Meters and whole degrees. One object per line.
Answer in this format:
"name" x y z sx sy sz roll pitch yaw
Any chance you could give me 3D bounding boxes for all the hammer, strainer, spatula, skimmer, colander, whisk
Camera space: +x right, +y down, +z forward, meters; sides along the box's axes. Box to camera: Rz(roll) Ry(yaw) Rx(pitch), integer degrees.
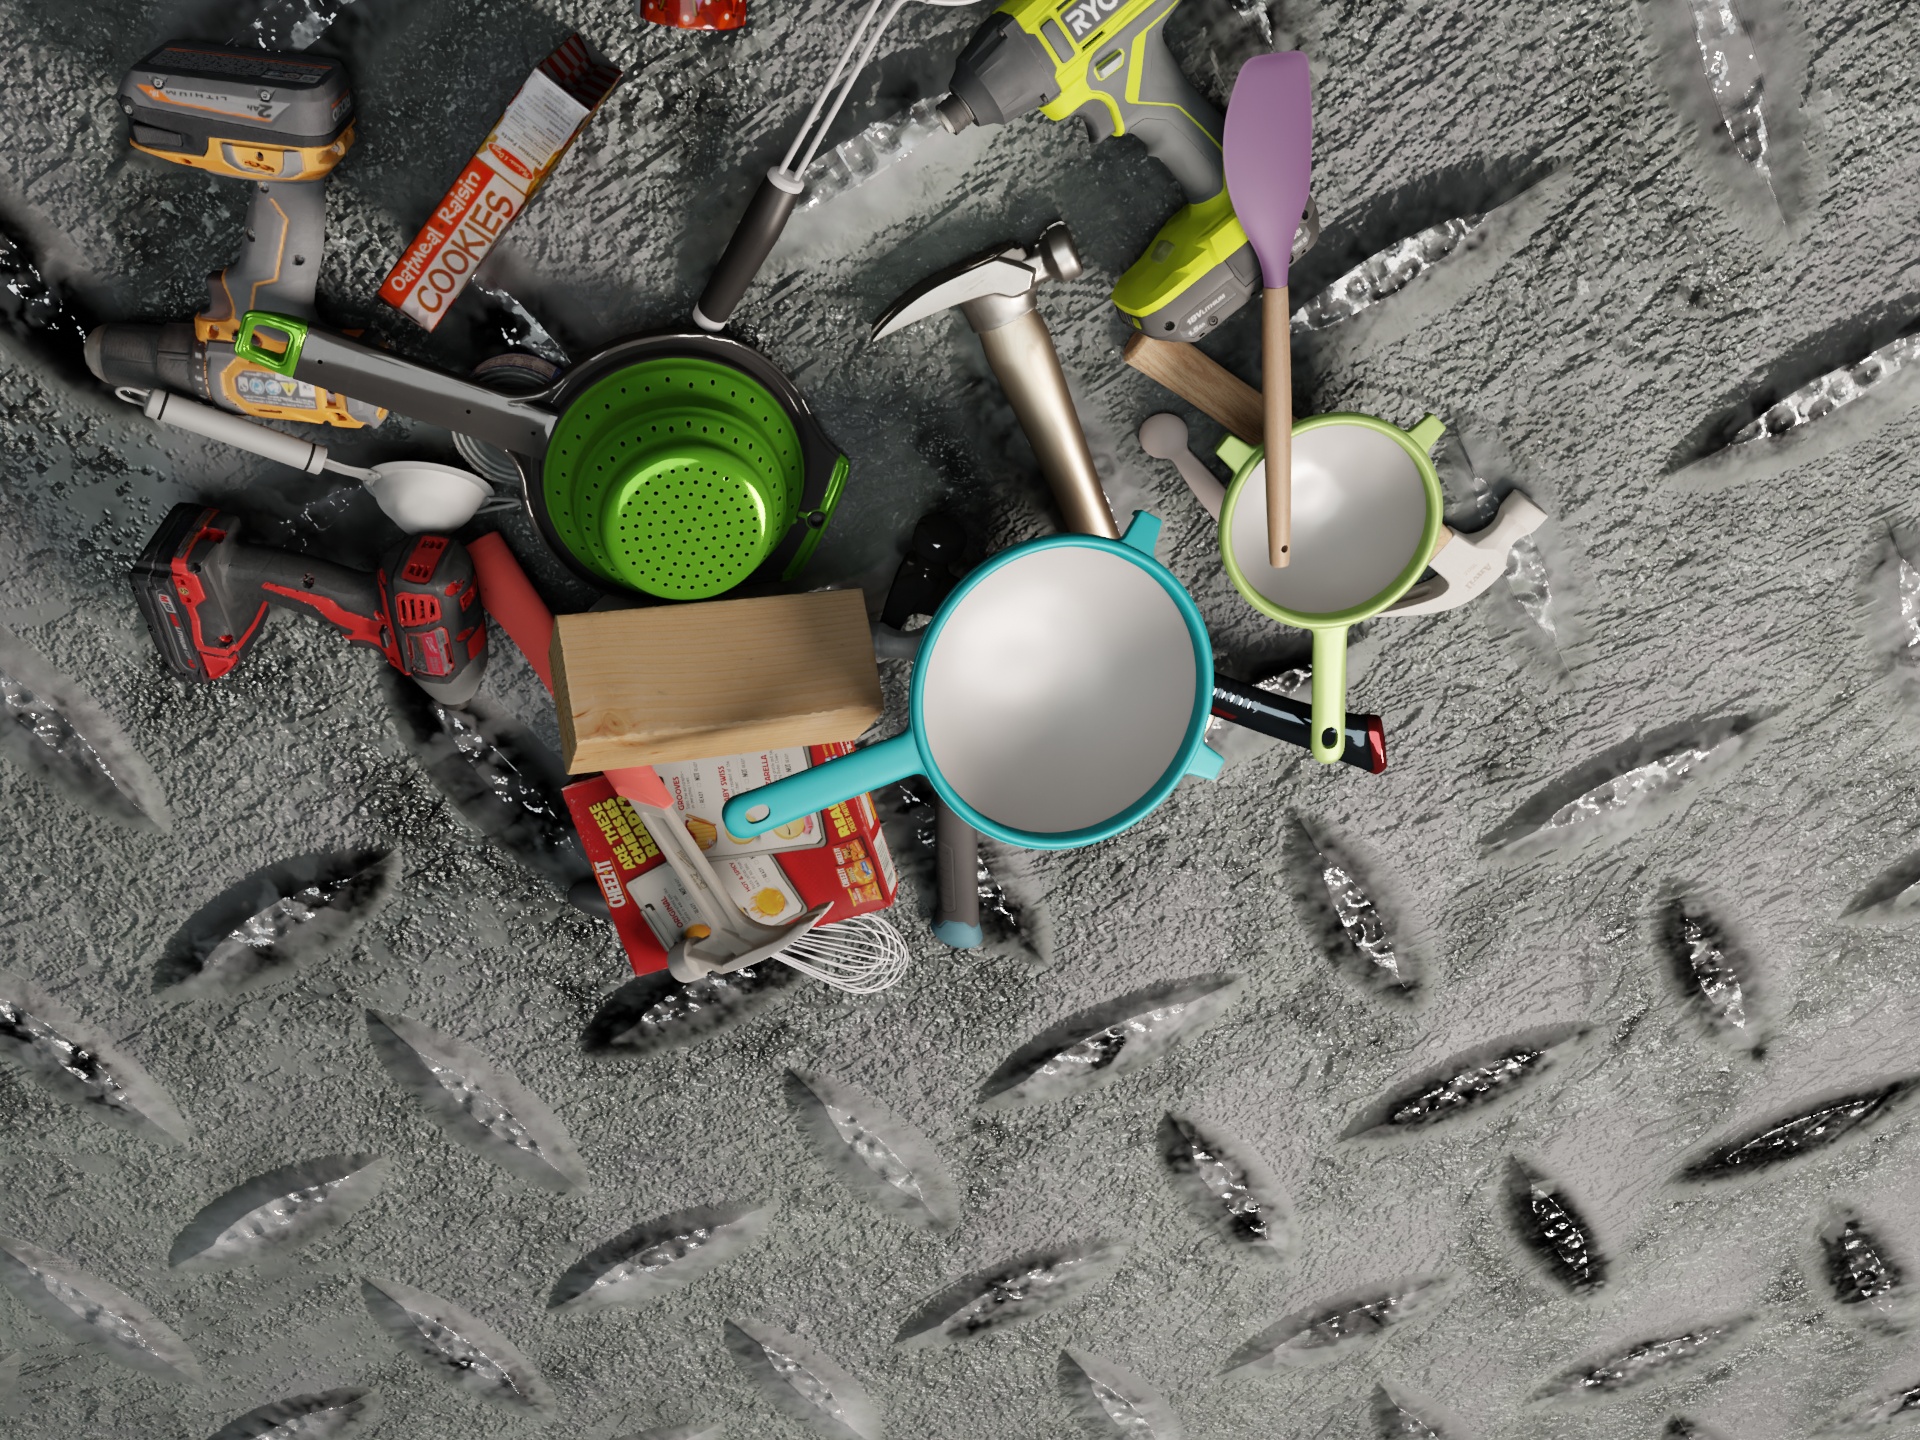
"hammer" 0.253 -0.179 1.123 0.331 0.031 0.130 29 116 -19
"strainer" 0.250 -0.096 1.107 0.151 0.069 0.256 -7 116 -1
"hammer" -0.239 0.022 1.138 0.149 0.037 0.359 -26 100 32
"spatula" 0.193 -0.242 0.983 0.059 0.018 0.315 -15 118 -15
"hammer" 0.129 -0.027 1.169 0.386 0.038 0.143 20 131 -7
"strainer" -0.002 -0.003 1.063 0.340 0.095 0.211 -21 108 -10
"hammer" 0.083 -0.140 1.136 0.146 0.038 0.410 -21 121 12
"hammer" -0.006 0.060 1.227 0.128 0.033 0.330 6 133 8
"strainer" -0.418 -0.167 1.049 0.258 0.050 0.087 19 155 -31
"skimmer" -0.075 -0.386 0.950 0.127 0.090 0.363 21 136 -23
"colander" -0.256 -0.167 1.019 0.396 0.095 0.204 16 117 -26
"whisk" -0.182 0.169 1.310 0.284 0.070 0.070 12 121 -5

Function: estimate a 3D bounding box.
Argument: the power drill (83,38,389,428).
"power drill" -0.458 -0.293 0.986 0.185 0.084 0.226 5 127 -6

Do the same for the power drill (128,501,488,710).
"power drill" -0.437 -0.071 1.098 0.219 0.079 0.143 8 138 1

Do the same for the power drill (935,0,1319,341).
"power drill" 0.103 -0.348 0.965 0.171 0.080 0.223 -39 118 4

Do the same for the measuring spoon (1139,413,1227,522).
"measuring spoon" 0.170 -0.168 1.131 0.034 0.018 0.124 -30 121 29

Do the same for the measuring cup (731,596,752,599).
"measuring cup" -0.202 -0.053 1.188 0.156 0.029 0.062 -14 119 20
